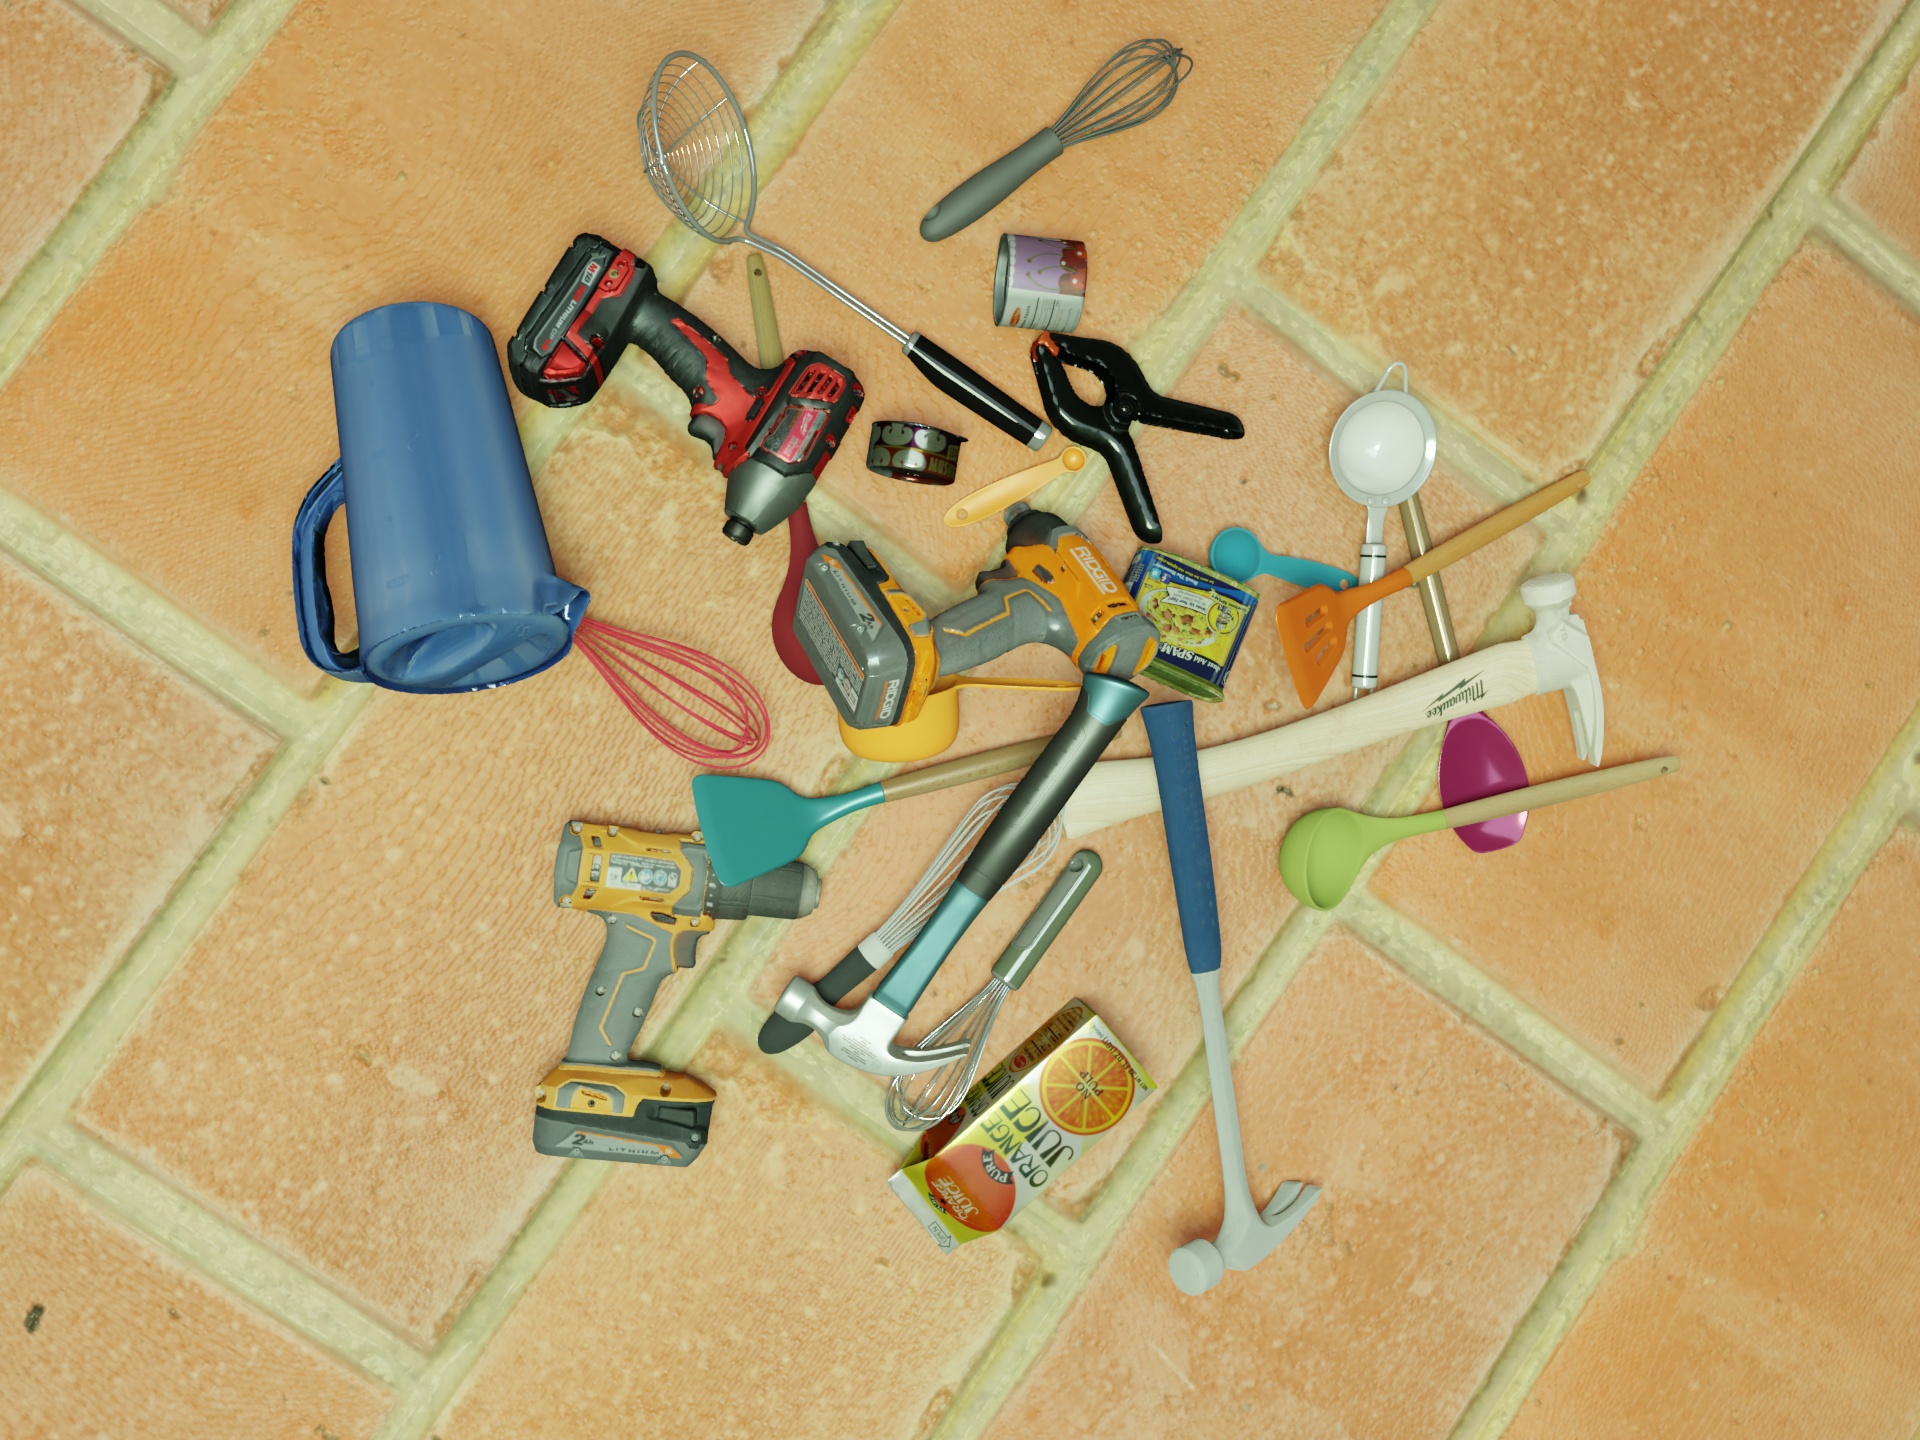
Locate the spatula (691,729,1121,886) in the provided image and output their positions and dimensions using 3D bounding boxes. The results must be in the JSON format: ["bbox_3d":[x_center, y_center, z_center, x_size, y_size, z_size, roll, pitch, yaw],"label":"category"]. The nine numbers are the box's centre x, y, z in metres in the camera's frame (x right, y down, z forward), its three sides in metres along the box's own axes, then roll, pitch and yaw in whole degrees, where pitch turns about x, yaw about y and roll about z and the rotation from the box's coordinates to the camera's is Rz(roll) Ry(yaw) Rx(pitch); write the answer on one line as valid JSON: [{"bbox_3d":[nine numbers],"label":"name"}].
[{"bbox_3d":[-0.030,0.043,1.138,0.317,0.044,0.082,-15,74,-13],"label":"spatula"}]

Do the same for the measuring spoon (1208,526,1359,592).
[{"bbox_3d":[0.243,-0.113,1.201,0.128,0.021,0.042,13,87,-16],"label":"measuring spoon"}]

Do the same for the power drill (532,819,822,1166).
[{"bbox_3d":[-0.200,0.189,1.111,0.185,0.084,0.226,7,84,-9],"label":"power drill"}]

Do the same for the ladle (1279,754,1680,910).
[{"bbox_3d":[0.389,0.073,1.183,0.320,0.062,0.078,-13,113,-4],"label":"ladle"}]

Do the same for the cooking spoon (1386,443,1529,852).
[{"bbox_3d":[0.370,-0.055,1.212,0.069,0.017,0.319,-15,92,-2],"label":"cooking spoon"}]

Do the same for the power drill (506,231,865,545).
[{"bbox_3d":[-0.191,-0.224,1.097,0.219,0.078,0.143,29,81,-3],"label":"power drill"}]

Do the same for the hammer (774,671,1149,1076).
[{"bbox_3d":[0.015,0.103,1.085,0.128,0.033,0.331,35,98,-1],"label":"hammer"}]

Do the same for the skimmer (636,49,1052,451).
[{"bbox_3d":[-0.071,-0.322,1.123,0.363,0.090,0.127,34,42,-9],"label":"skimmer"}]

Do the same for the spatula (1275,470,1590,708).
[{"bbox_3d":[0.352,-0.114,1.170,0.322,0.041,0.081,-28,111,-19],"label":"spatula"}]

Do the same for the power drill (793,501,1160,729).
[{"bbox_3d":[0.005,-0.082,1.092,0.226,0.084,0.164,-12,52,-27],"label":"power drill"}]

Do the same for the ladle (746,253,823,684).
[{"bbox_3d":[-0.122,-0.182,1.149,0.069,0.031,0.315,-10,89,-11],"label":"ladle"}]

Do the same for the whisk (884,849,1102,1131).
[{"bbox_3d":[0.026,0.195,1.154,0.246,0.058,0.059,-53,130,-9],"label":"whisk"}]

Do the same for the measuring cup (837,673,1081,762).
[{"bbox_3d":[-0.002,-0.004,1.123,0.173,0.095,0.052,0,108,1],"label":"measuring cup"}]

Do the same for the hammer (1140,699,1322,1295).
[{"bbox_3d":[0.179,0.187,1.134,0.144,0.035,0.405,-10,93,-41],"label":"hammer"}]

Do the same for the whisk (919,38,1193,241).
[{"bbox_3d":[0.069,-0.422,1.165,0.239,0.055,0.055,-36,94,-2],"label":"whisk"}]

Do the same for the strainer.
[{"bbox_3d":[0.307,-0.135,1.188,0.087,0.050,0.258,1,96,-13],"label":"strainer"}]

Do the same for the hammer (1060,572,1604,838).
[{"bbox_3d":[0.272,0.020,1.175,0.410,0.038,0.146,-17,102,-1],"label":"hammer"}]

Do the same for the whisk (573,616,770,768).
[{"bbox_3d":[-0.260,-0.060,1.117,0.296,0.073,0.073,33,86,1],"label":"whisk"}]

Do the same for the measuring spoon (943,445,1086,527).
[{"bbox_3d":[0.040,-0.171,1.178,0.117,0.011,0.021,-26,89,-3],"label":"measuring spoon"}]

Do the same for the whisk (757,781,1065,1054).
[{"bbox_3d":[-0.036,0.144,1.137,0.284,0.070,0.070,-41,94,3],"label":"whisk"}]
